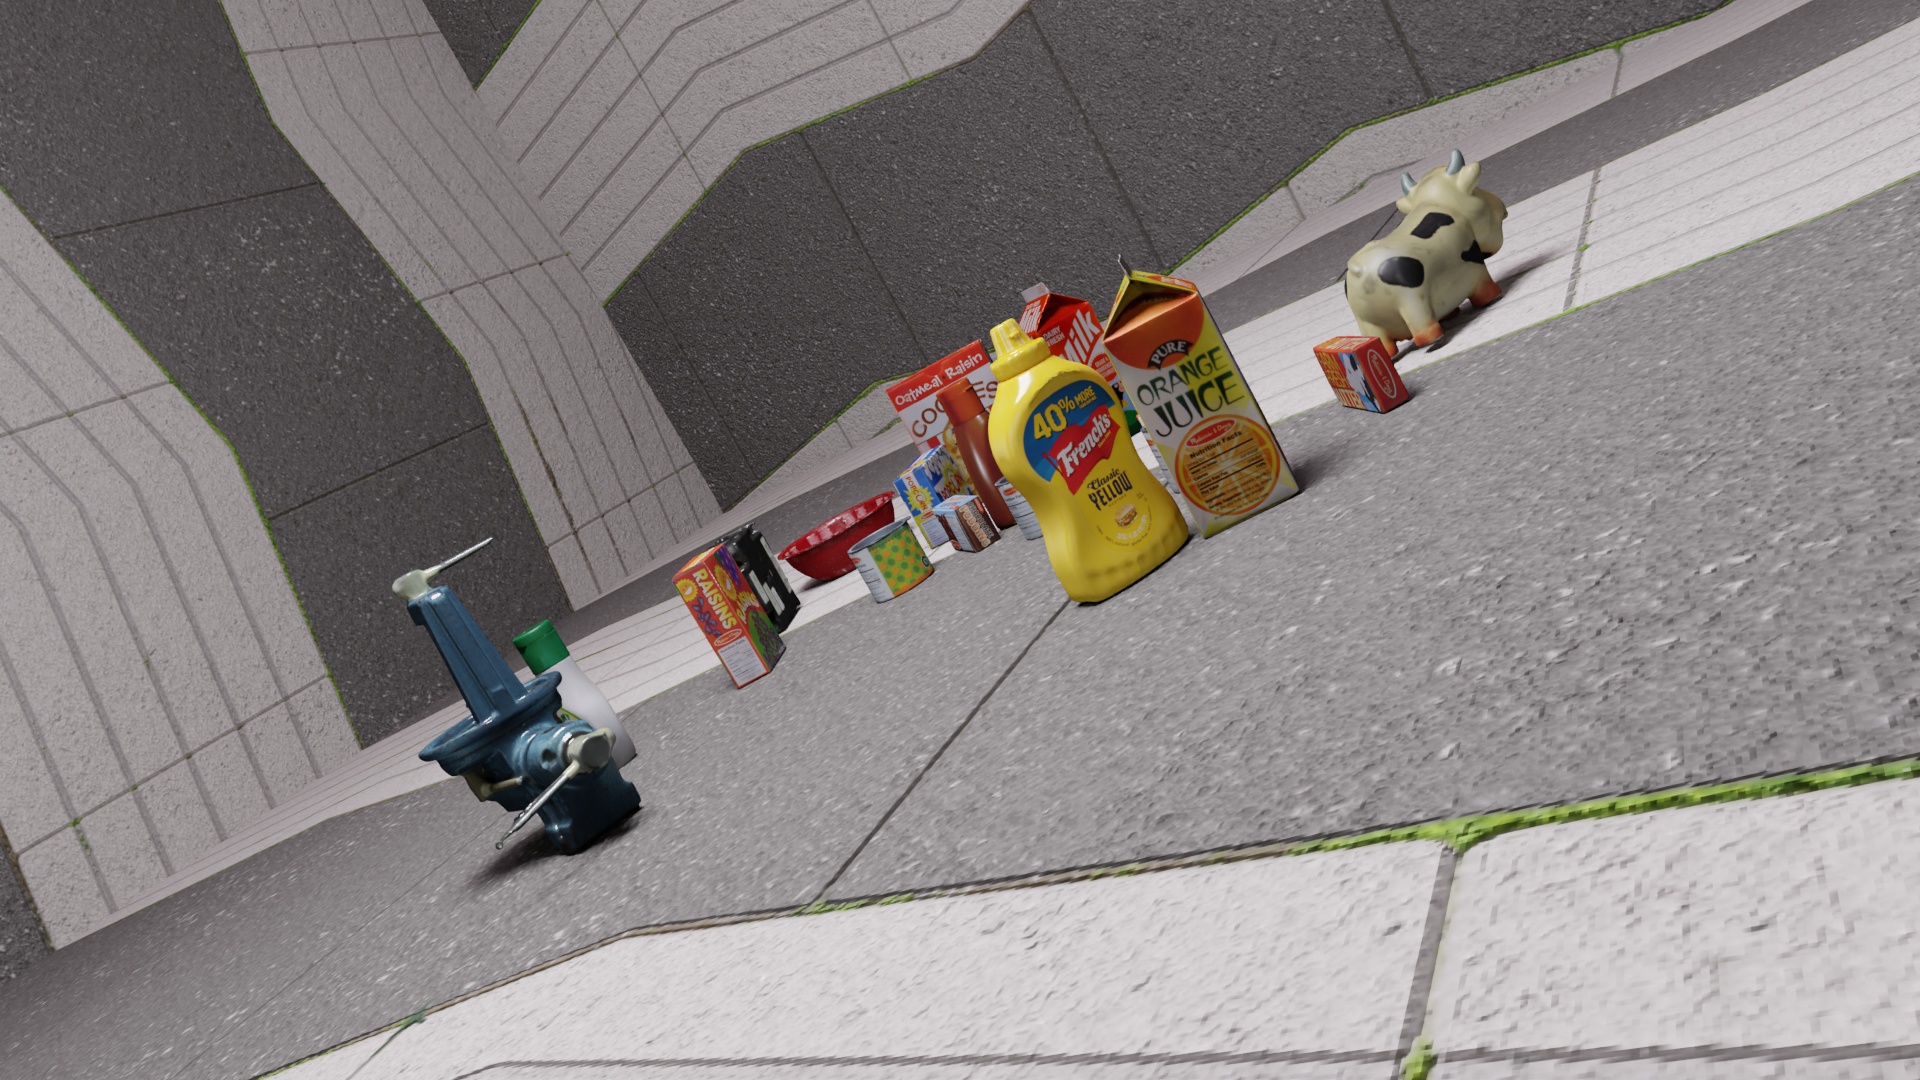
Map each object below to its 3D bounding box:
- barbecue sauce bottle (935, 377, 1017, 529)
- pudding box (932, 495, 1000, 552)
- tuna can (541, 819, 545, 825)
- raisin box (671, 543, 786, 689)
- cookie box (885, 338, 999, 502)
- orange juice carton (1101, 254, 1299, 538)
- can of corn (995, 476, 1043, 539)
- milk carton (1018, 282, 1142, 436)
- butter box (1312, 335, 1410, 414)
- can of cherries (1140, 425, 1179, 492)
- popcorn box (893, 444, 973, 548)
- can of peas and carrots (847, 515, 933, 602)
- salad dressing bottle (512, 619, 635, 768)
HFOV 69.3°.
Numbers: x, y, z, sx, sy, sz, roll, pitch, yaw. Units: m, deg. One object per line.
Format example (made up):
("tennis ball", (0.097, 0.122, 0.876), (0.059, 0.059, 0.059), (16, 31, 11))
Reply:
("barbecue sauce bottle", (0.027, -0.088, 1.368), (0.043, 0.148, 0.065), (-22, 11, 42))
("pudding box", (0.005, -0.017, 1.358), (0.030, 0.049, 0.083), (-31, 9, -13))
("tuna can", (-0.321, 0.210, 1.156), (0.071, 0.033, 0.071), (-28, 9, 5))
("raisin box", (-0.221, 0.071, 1.332), (0.040, 0.123, 0.086), (-28, 9, 9))
("cookie box", (0.009, -0.131, 1.599), (0.123, 0.167, 0.040), (-28, 9, 7))
("orange juice carton", (0.152, -0.107, 0.939), (0.073, 0.192, 0.072), (-27, 9, 14))
("can of corn", (0.076, -0.042, 1.251), (0.071, 0.058, 0.071), (-28, 9, 5))
("milk carton", (0.122, -0.189, 1.499), (0.073, 0.190, 0.072), (-32, 9, -15))
("butter box", (0.299, -0.126, 1.041), (0.024, 0.053, 0.103), (-29, 9, 3))
("can of cherries", (0.188, -0.080, 1.108), (0.071, 0.058, 0.071), (-28, 9, 5))
("popcorn box", (-0.025, -0.050, 1.522), (0.038, 0.085, 0.127), (-27, 9, 16))
("can of peas and carrots", (-0.065, 0.018, 1.350), (0.071, 0.058, 0.071), (-28, 9, 5))
("salad dressing bottle", (-0.349, 0.143, 1.253), (0.064, 0.147, 0.044), (-20, 12, 46))
